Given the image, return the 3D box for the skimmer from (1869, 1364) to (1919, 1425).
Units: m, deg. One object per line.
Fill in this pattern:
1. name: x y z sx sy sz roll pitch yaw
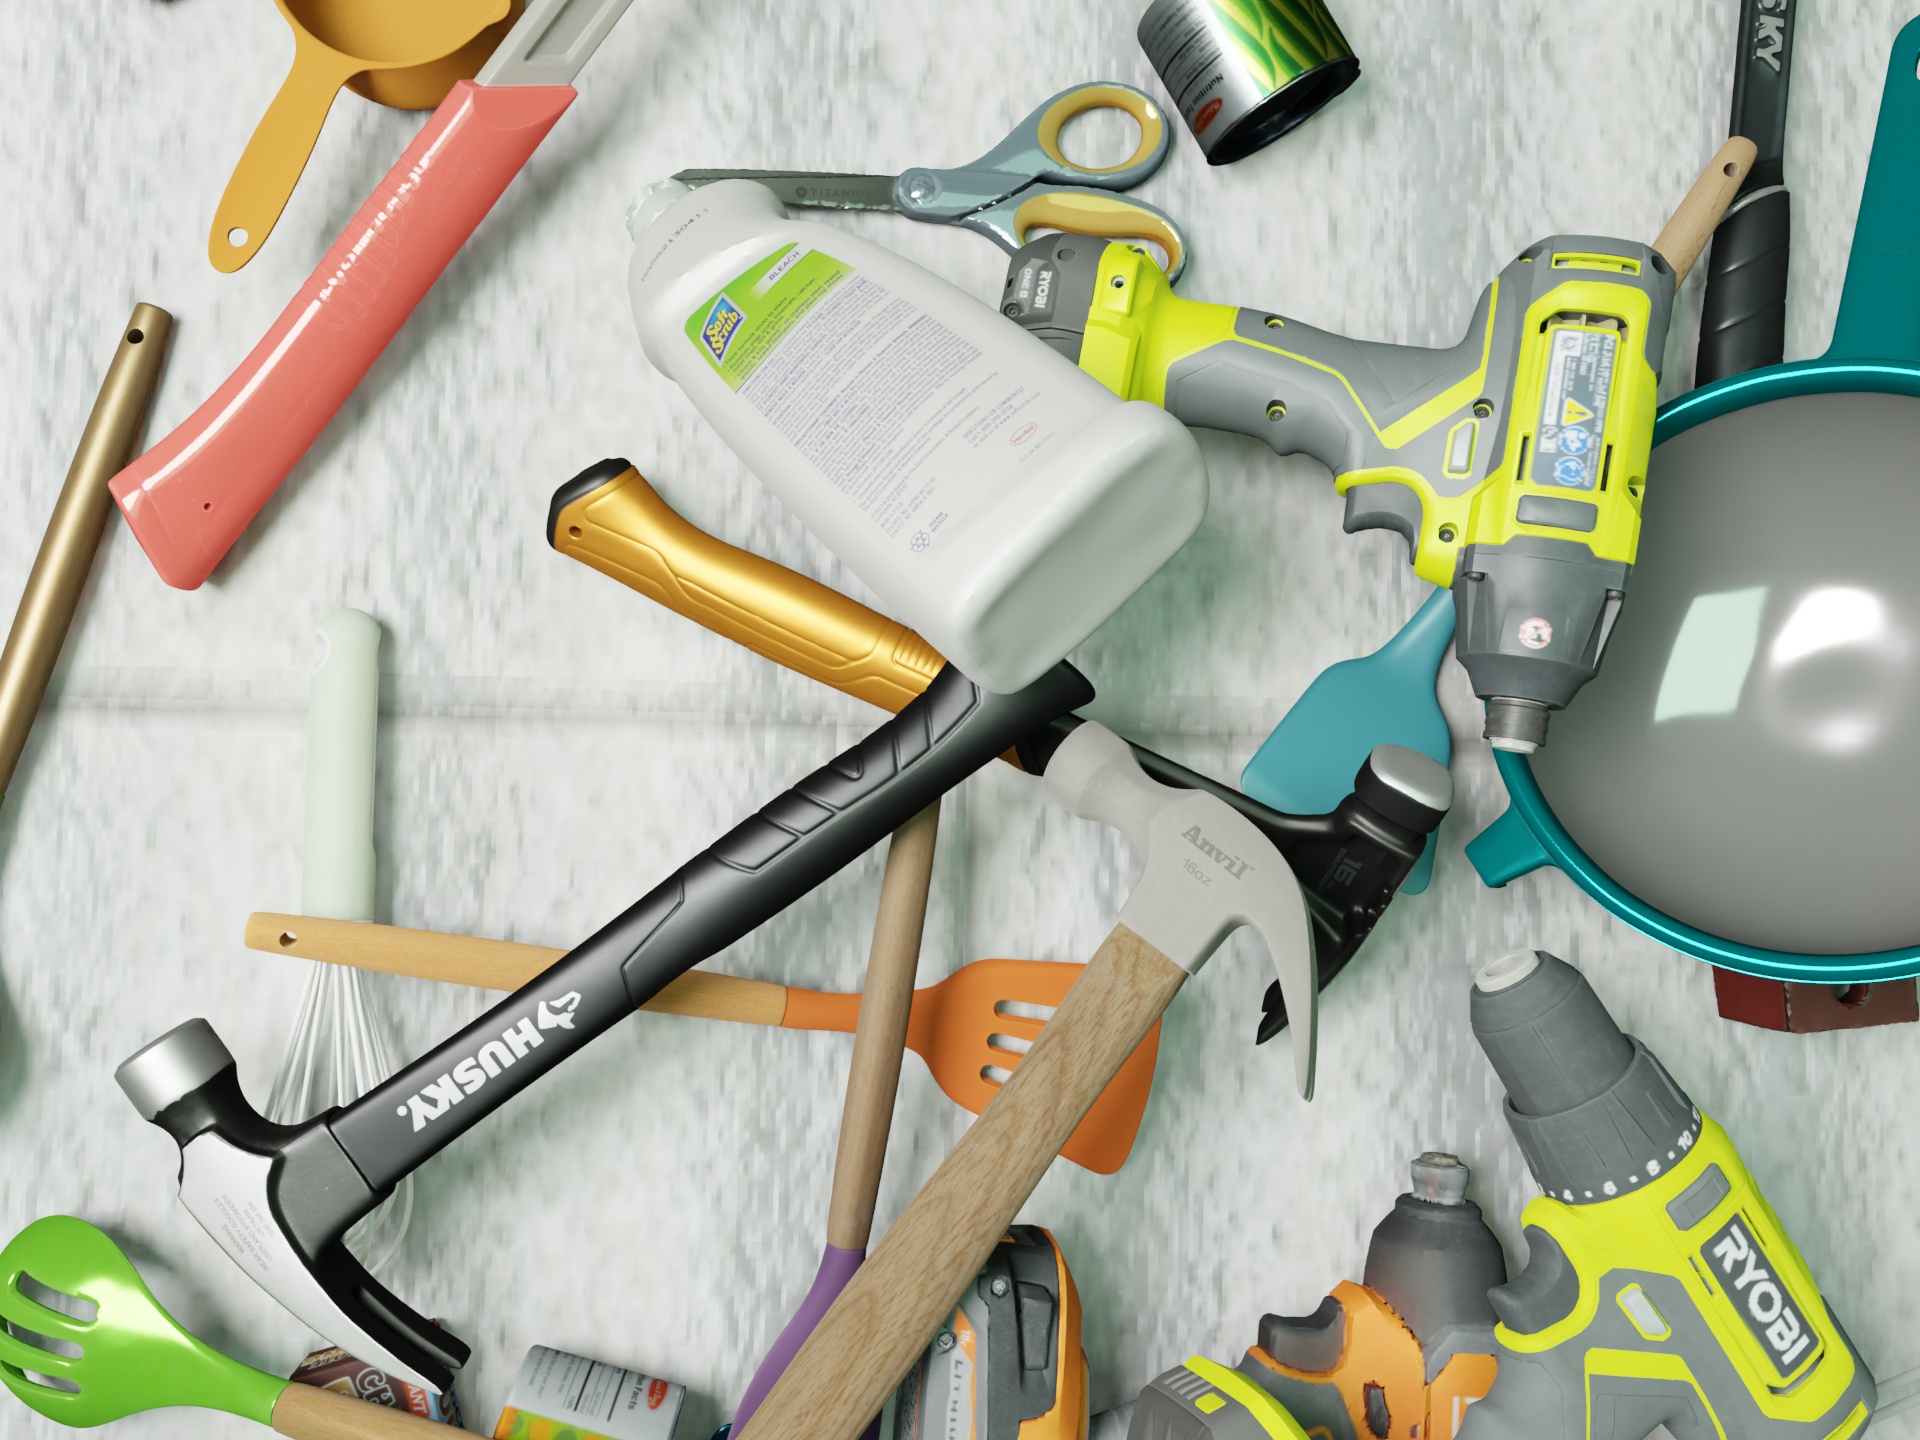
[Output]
1. skimmer: 0.371 0.244 0.627 0.363 0.090 0.127 -26 92 4

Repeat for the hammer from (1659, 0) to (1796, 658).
1. hammer: 0.327 -0.227 0.647 0.149 0.036 0.409 7 87 -6

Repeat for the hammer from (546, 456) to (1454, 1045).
1. hammer: -0.001 -0.002 0.586 0.337 0.034 0.127 26 122 4

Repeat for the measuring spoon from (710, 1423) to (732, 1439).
1. measuring spoon: -0.097 0.326 0.586 0.042 0.021 0.129 12 77 -4

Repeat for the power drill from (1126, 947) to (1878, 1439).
1. power drill: 0.171 0.206 0.520 0.228 0.080 0.190 -33 92 -17

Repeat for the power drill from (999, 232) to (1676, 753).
1. power drill: 0.122 -0.087 0.562 0.223 0.080 0.171 9 86 14

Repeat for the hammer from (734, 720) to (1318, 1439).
1. hammer: -0.002 0.167 0.516 0.130 0.031 0.331 36 90 23

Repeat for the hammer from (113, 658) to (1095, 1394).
1. hammer: -0.098 0.078 0.526 0.335 0.035 0.146 -35 91 -2

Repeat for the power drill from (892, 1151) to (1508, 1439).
1. power drill: 0.094 0.236 0.577 0.226 0.084 0.164 6 84 -9

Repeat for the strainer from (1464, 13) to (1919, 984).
1. strainer: 0.318 -0.073 0.565 0.211 0.095 0.340 11 83 34

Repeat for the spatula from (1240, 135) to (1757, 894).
1. spatula: 0.220 -0.087 0.611 0.082 0.044 0.317 31 93 1

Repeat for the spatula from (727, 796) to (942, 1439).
1. spatula: -0.038 0.160 0.563 0.059 0.018 0.316 8 94 -25

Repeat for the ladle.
1. ladle: -0.342 -0.002 0.560 0.078 0.062 0.320 16 83 -3

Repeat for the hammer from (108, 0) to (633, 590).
1. hammer: -0.175 -0.193 0.574 0.359 0.149 0.037 -51 53 4

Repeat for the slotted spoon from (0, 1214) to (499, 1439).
1. slotted spoon: -0.199 0.230 0.522 0.314 0.031 0.070 11 92 14

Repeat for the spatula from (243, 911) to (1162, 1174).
1. spatula: -0.086 0.101 0.570 0.322 0.041 0.081 11 95 -15

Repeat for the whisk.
1. whisk: -0.224 0.081 0.574 0.059 0.058 0.246 5 82 -40

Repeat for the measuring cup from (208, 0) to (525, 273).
1. measuring cup: -0.224 -0.235 0.586 0.095 0.052 0.173 26 87 -4
